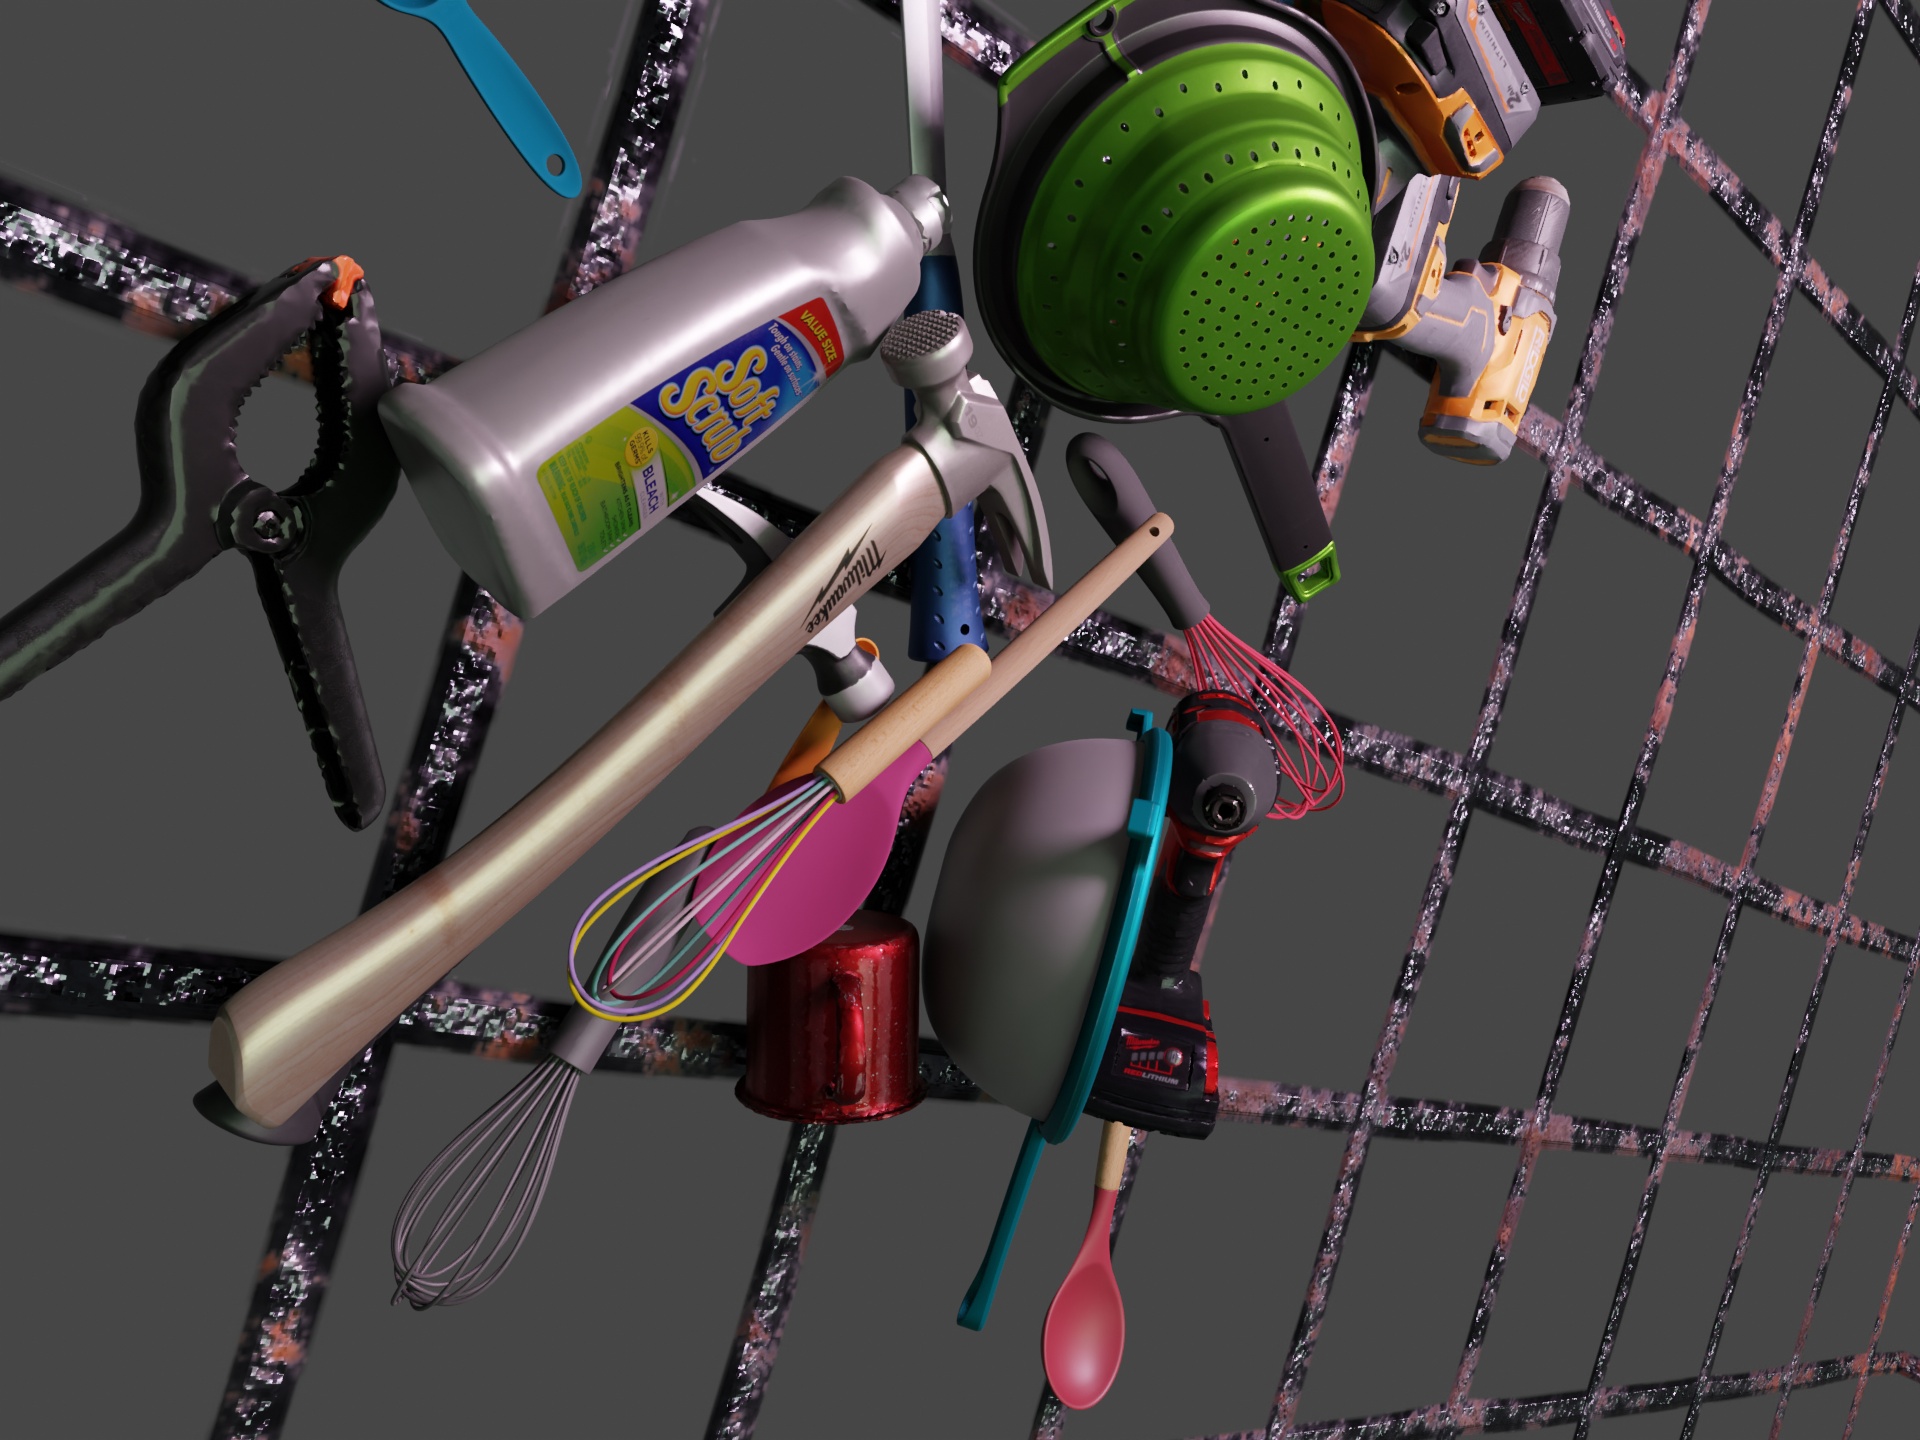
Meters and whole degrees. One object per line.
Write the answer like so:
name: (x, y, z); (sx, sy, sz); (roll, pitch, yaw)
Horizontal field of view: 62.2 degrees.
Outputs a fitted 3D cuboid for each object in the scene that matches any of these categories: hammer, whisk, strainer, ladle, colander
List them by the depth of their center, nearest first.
hammer: (-0.120, 0.010, 0.651); (0.411, 0.038, 0.146); (-44, 135, -18)
hammer: (-0.177, 0.041, 0.667); (0.335, 0.035, 0.146); (-46, 122, -20)
whisk: (-0.172, 0.146, 0.693); (0.055, 0.055, 0.239); (45, 67, -37)
whisk: (-0.071, 0.045, 0.703); (0.245, 0.047, 0.051); (-41, 139, -25)
hammer: (-0.019, -0.226, 0.736); (0.144, 0.035, 0.405); (-15, 110, -37)
colander: (0.148, -0.162, 0.774); (0.204, 0.095, 0.396); (-32, 139, 3)
strainer: (0.016, 0.154, 0.808); (0.095, 0.211, 0.340); (16, 105, 2)
whisk: (0.139, -0.045, 0.900); (0.073, 0.073, 0.295); (-49, 122, -20)
ladle: (0.092, 0.254, 0.953); (0.069, 0.031, 0.315); (7, 94, -41)

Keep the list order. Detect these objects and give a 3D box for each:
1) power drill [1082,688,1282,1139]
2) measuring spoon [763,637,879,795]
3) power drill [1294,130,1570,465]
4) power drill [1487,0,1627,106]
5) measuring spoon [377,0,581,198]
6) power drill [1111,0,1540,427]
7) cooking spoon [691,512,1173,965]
power drill: (0.119, 0.101, 0.848); (0.078, 0.143, 0.219); (13, 105, 3)
measuring spoon: (-0.073, 0.011, 0.768); (0.021, 0.011, 0.117); (32, 83, -34)
power drill: (0.296, -0.278, 0.962); (0.226, 0.084, 0.185); (21, 86, -45)
power drill: (0.375, -0.517, 0.973); (0.187, 0.080, 0.227); (37, 74, -39)
measuring spoon: (-0.188, -0.253, 0.606); (0.042, 0.021, 0.128); (-53, 137, -18)
power drill: (0.166, -0.273, 0.803); (0.226, 0.084, 0.164); (-46, 136, 12)
cooking spoon: (-0.001, -0.002, 0.765); (0.069, 0.017, 0.319); (45, 68, 5)
